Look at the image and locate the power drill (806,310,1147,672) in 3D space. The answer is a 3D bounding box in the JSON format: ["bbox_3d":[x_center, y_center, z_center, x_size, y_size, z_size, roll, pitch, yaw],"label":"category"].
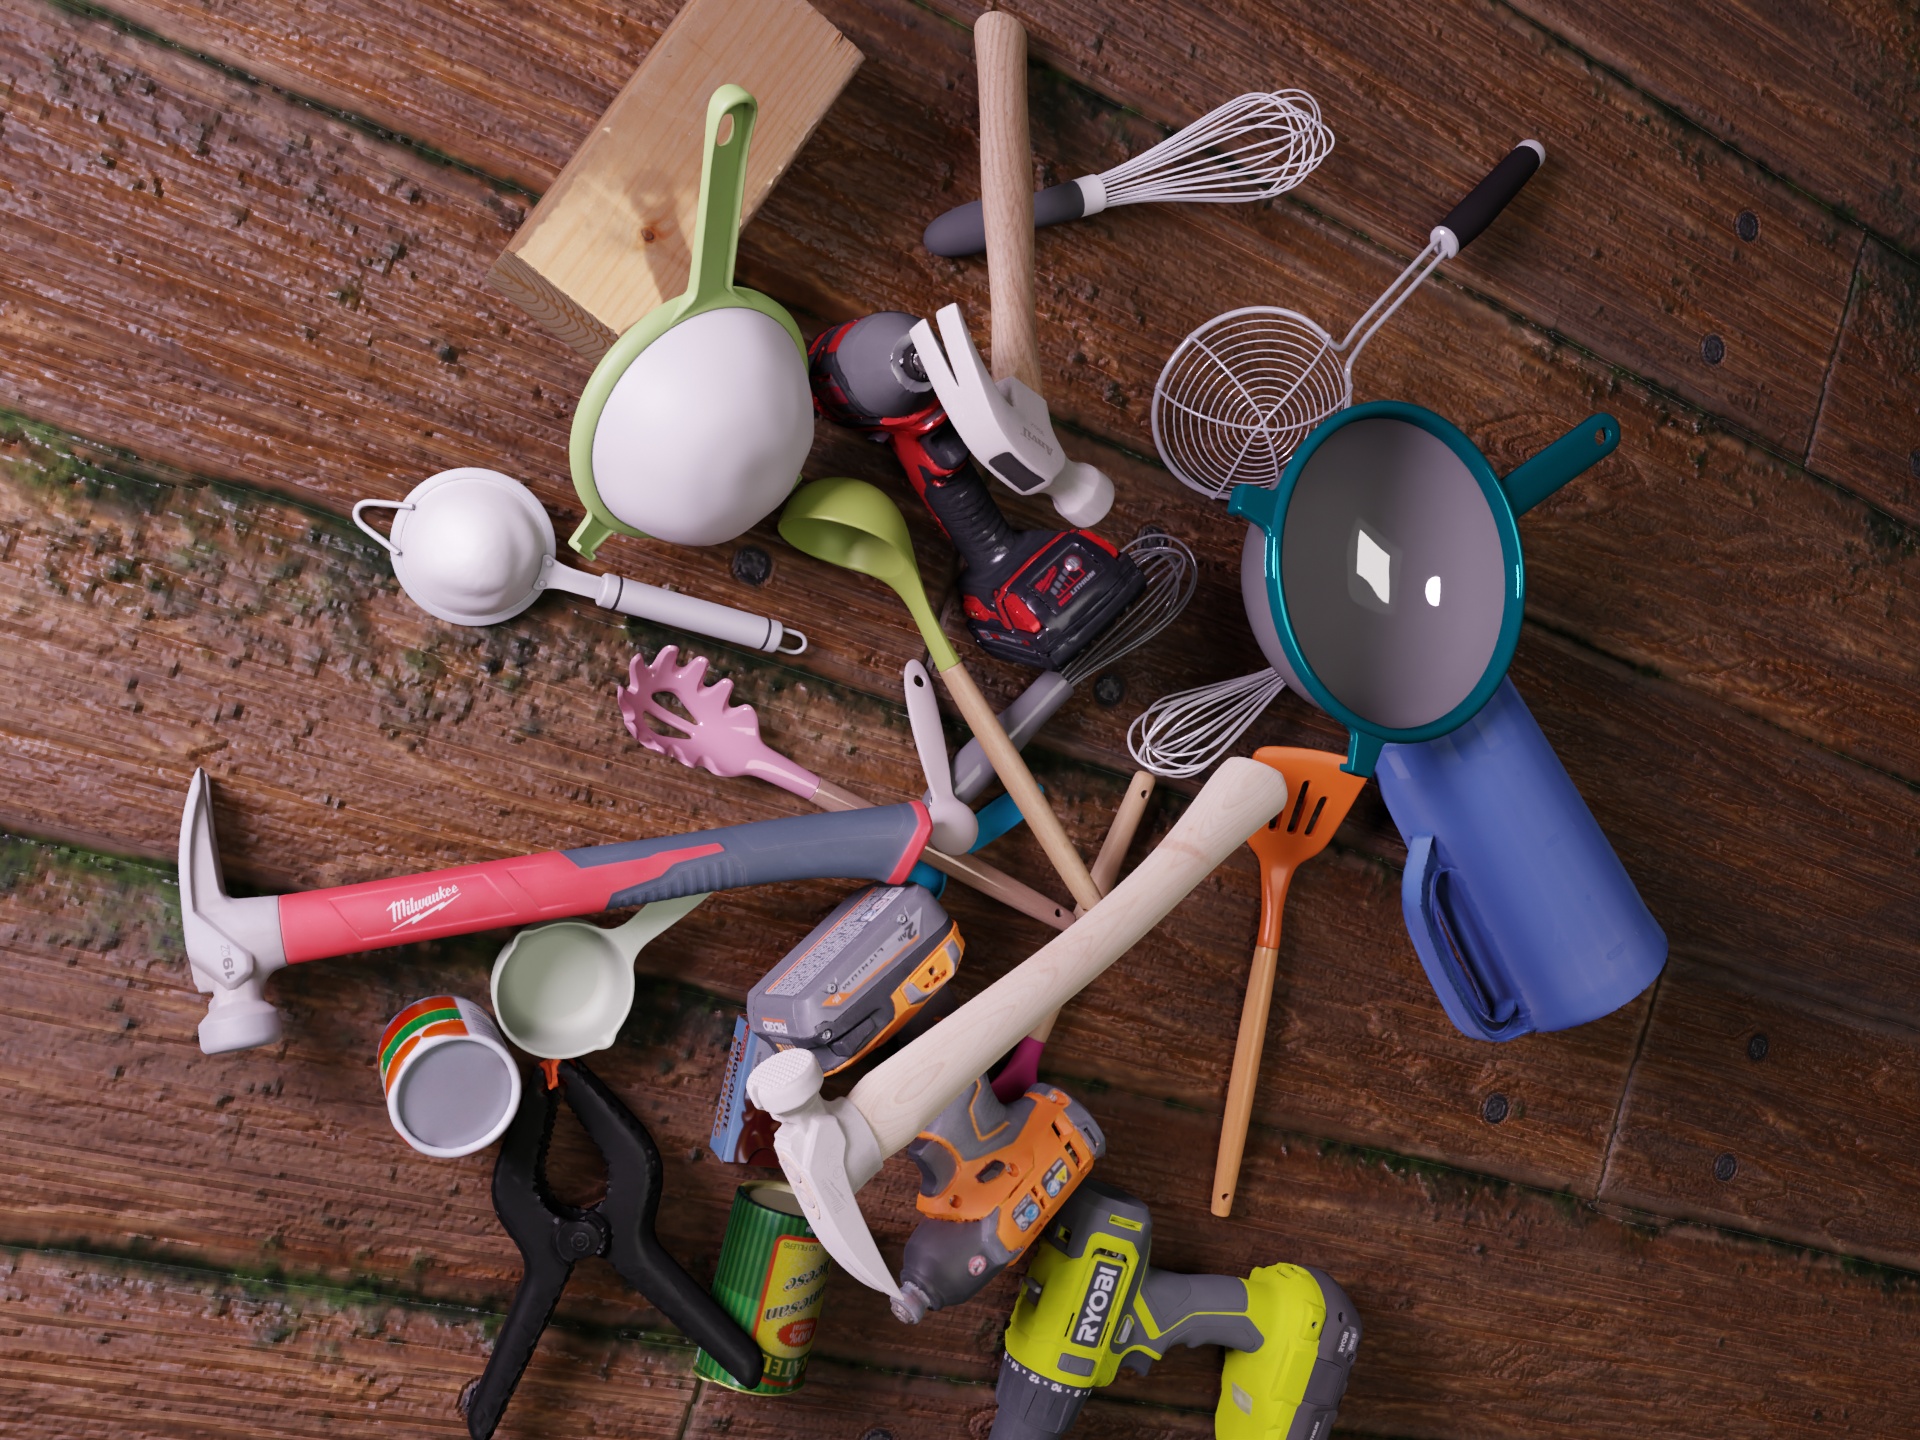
[{"bbox_3d":[0.003,-0.136,0.906,0.078,0.143,0.219,-43,111,-12],"label":"power drill"}]

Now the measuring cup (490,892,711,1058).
[{"bbox_3d":[-0.190,0.119,0.898,0.167,0.038,0.083,-40,108,-18],"label":"measuring cup"}]

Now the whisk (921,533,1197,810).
[{"bbox_3d":[0.059,-0.026,0.991,0.239,0.055,0.055,-46,109,-9],"label":"whisk"}]

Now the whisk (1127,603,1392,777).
[{"bbox_3d":[0.212,-0.030,1.058,0.246,0.059,0.057,-29,141,-23],"label":"whisk"}]

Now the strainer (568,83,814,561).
[{"bbox_3d":[-0.113,-0.183,0.803,0.151,0.069,0.256,-25,146,-36],"label":"strainer"}]

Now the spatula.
[{"bbox_3d":[0.204,0.177,1.068,0.081,0.041,0.322,9,92,-8],"label":"spatula"}]

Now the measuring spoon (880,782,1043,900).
[{"bbox_3d":[0.001,0.075,0.990,0.128,0.021,0.042,-33,94,-27],"label":"measuring spoon"}]

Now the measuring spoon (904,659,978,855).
[{"bbox_3d":[-0.013,0.019,0.952,0.034,0.018,0.124,-3,72,-34],"label":"measuring spoon"}]

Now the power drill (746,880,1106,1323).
[{"bbox_3d":[-0.024,0.225,0.921,0.164,0.084,0.226,-43,110,-32],"label":"power drill"}]

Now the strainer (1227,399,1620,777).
[{"bbox_3d":[0.299,-0.120,1.038,0.340,0.095,0.211,-32,103,-27],"label":"strainer"}]

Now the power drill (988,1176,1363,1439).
[{"bbox_3d":[0.133,0.418,1.038,0.228,0.080,0.190,22,85,-20],"label":"power drill"}]

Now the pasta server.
[{"bbox_3d":[-0.060,0.051,0.934,0.316,0.040,0.060,29,68,-17],"label":"pasta server"}]

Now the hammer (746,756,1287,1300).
[{"bbox_3d":[0.064,0.149,0.921,0.410,0.038,0.146,-35,111,-33],"label":"hammer"}]

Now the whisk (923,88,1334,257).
[{"bbox_3d":[0.107,-0.332,0.984,0.284,0.070,0.070,-21,102,-16],"label":"whisk"}]

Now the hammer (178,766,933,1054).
[{"bbox_3d":[-0.205,0.071,0.853,0.386,0.038,0.143,-8,82,-17],"label":"hammer"}]

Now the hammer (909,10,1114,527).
[{"bbox_3d":[0.025,-0.270,0.878,0.130,0.031,0.332,28,51,-42],"label":"hammer"}]

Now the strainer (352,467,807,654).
[{"bbox_3d":[-0.201,-0.074,0.879,0.258,0.050,0.087,15,104,-27],"label":"strainer"}]

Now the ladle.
[{"bbox_3d":[-0.001,-0.003,0.935,0.062,0.078,0.320,-37,103,-27],"label":"ladle"}]

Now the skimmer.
[{"bbox_3d":[0.270,-0.285,1.069,0.363,0.090,0.127,-46,118,-25],"label":"skimmer"}]

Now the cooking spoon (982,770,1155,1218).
[{"bbox_3d":[0.058,0.180,1.018,0.068,0.017,0.319,26,84,-21],"label":"cooking spoon"}]
